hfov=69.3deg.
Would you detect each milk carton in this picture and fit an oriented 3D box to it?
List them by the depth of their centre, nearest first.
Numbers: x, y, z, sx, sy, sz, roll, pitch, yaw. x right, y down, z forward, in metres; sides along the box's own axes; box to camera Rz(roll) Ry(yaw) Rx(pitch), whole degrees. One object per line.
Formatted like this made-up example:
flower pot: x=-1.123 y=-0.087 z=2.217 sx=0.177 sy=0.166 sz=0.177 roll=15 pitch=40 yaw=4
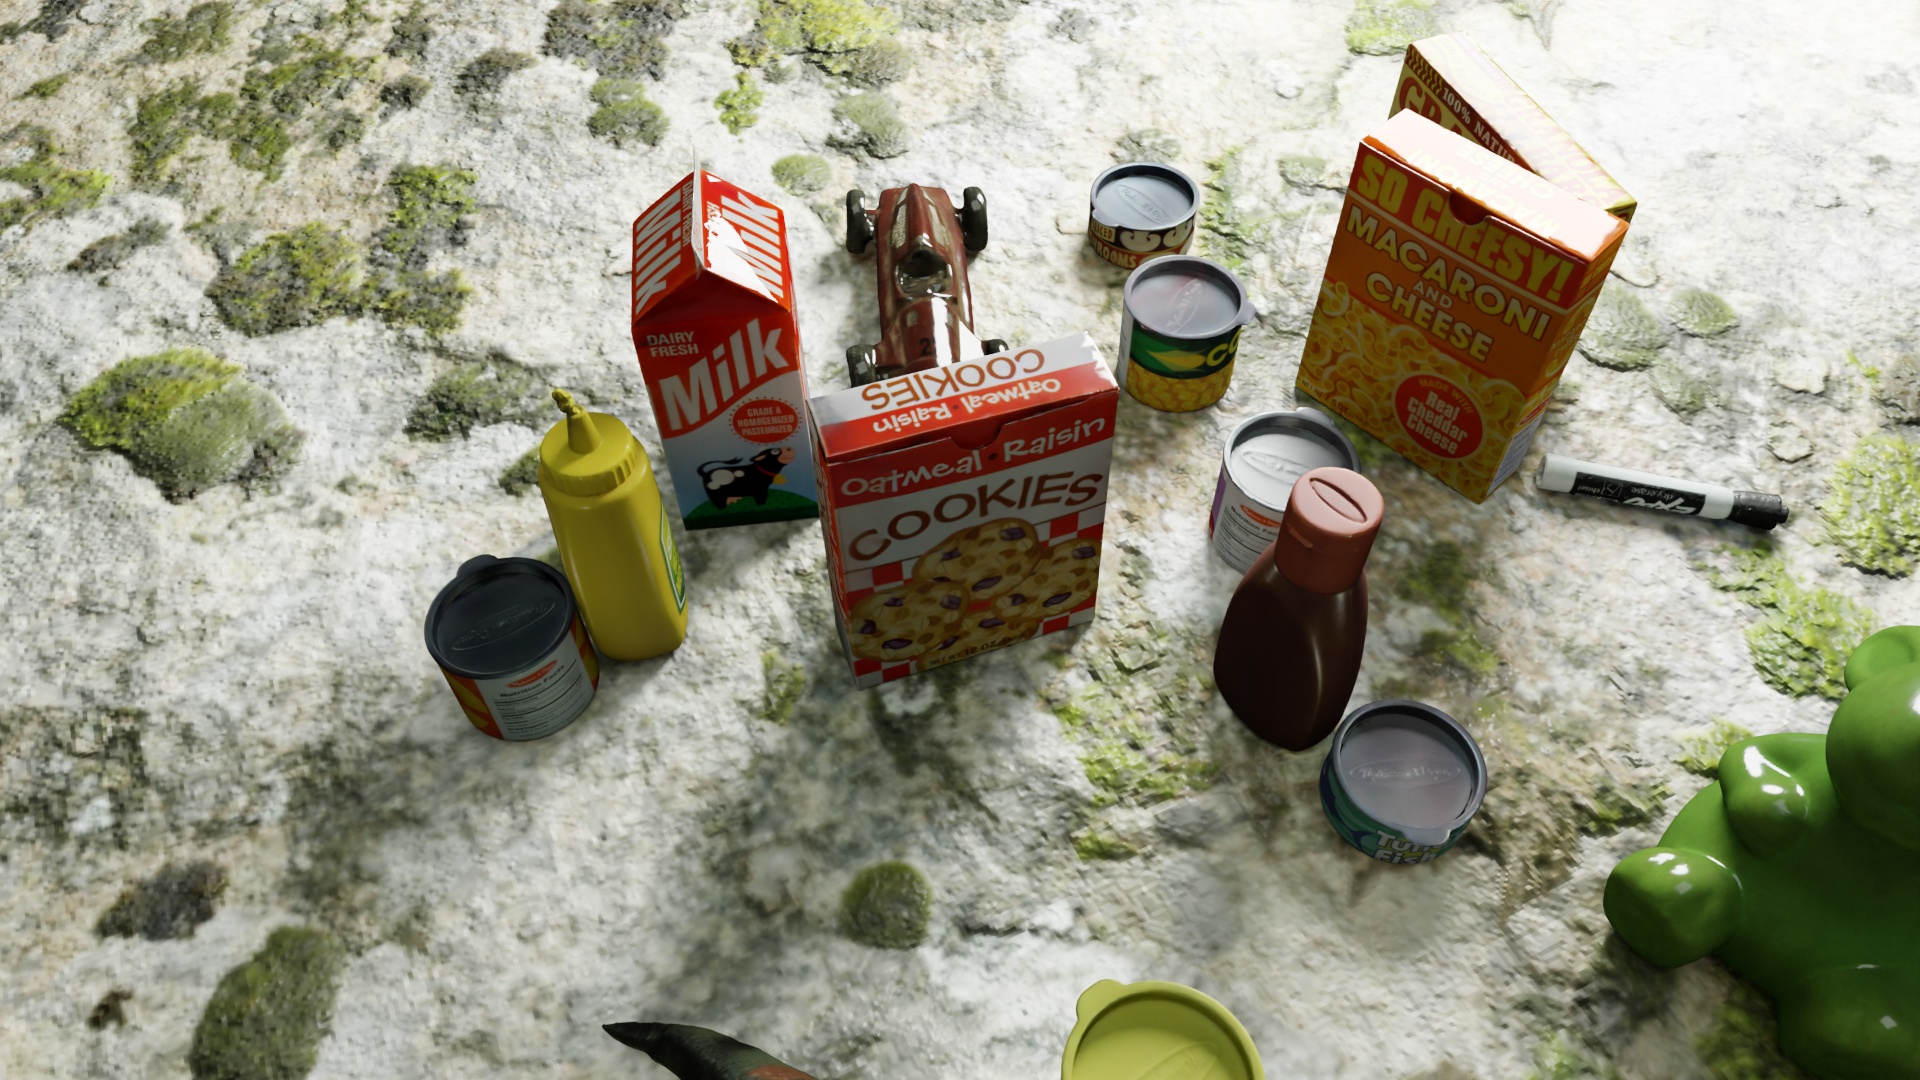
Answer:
milk carton: x=-0.113 y=-0.092 z=0.667 sx=0.073 sy=0.189 sz=0.073 roll=-6 pitch=52 yaw=-4

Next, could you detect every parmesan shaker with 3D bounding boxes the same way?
parmesan shaker: x=0.065 y=0.204 z=0.489 sx=0.071 sy=0.102 sz=0.072 roll=0 pitch=52 yaw=0

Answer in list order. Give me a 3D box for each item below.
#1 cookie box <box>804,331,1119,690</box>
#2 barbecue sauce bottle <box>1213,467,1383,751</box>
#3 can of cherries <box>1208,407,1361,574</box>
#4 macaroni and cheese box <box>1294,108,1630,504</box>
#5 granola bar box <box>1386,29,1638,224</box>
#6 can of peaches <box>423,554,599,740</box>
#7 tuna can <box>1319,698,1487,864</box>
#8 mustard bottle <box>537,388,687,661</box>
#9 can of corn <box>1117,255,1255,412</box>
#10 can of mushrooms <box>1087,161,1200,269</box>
cookie box: x=0.002 y=-0.008 z=0.615 sx=0.123 sy=0.166 sz=0.040 roll=-16 pitch=54 yaw=-11
barbecue sauce bottle: x=0.146 y=0.030 z=0.596 sx=0.044 sy=0.147 sz=0.065 roll=-31 pitch=58 yaw=-21
can of cherries: x=0.162 y=-0.023 z=0.694 sx=0.071 sy=0.058 sz=0.072 roll=0 pitch=52 yaw=0
macaroni and cheese box: x=0.241 y=-0.112 z=0.695 sx=0.040 sy=0.165 sz=0.124 roll=-37 pitch=60 yaw=-25
granola bar box: x=0.295 y=-0.186 z=0.778 sx=0.039 sy=0.123 sz=0.166 roll=-15 pitch=53 yaw=-11
can of peaches: x=-0.206 y=0.049 z=0.641 sx=0.071 sy=0.057 sz=0.071 roll=0 pitch=52 yaw=0
tuna can: x=0.193 y=0.108 z=0.607 sx=0.071 sy=0.032 sz=0.071 roll=0 pitch=52 yaw=0
mustard bottle: x=-0.157 y=-0.009 z=0.622 sx=0.049 sy=0.159 sz=0.065 roll=-11 pitch=53 yaw=-7
can of corn: x=0.123 y=-0.112 z=0.764 sx=0.071 sy=0.058 sz=0.071 roll=0 pitch=52 yaw=0
can of mushrooms: x=0.109 y=-0.197 z=0.846 sx=0.071 sy=0.033 sz=0.071 roll=0 pitch=52 yaw=0
